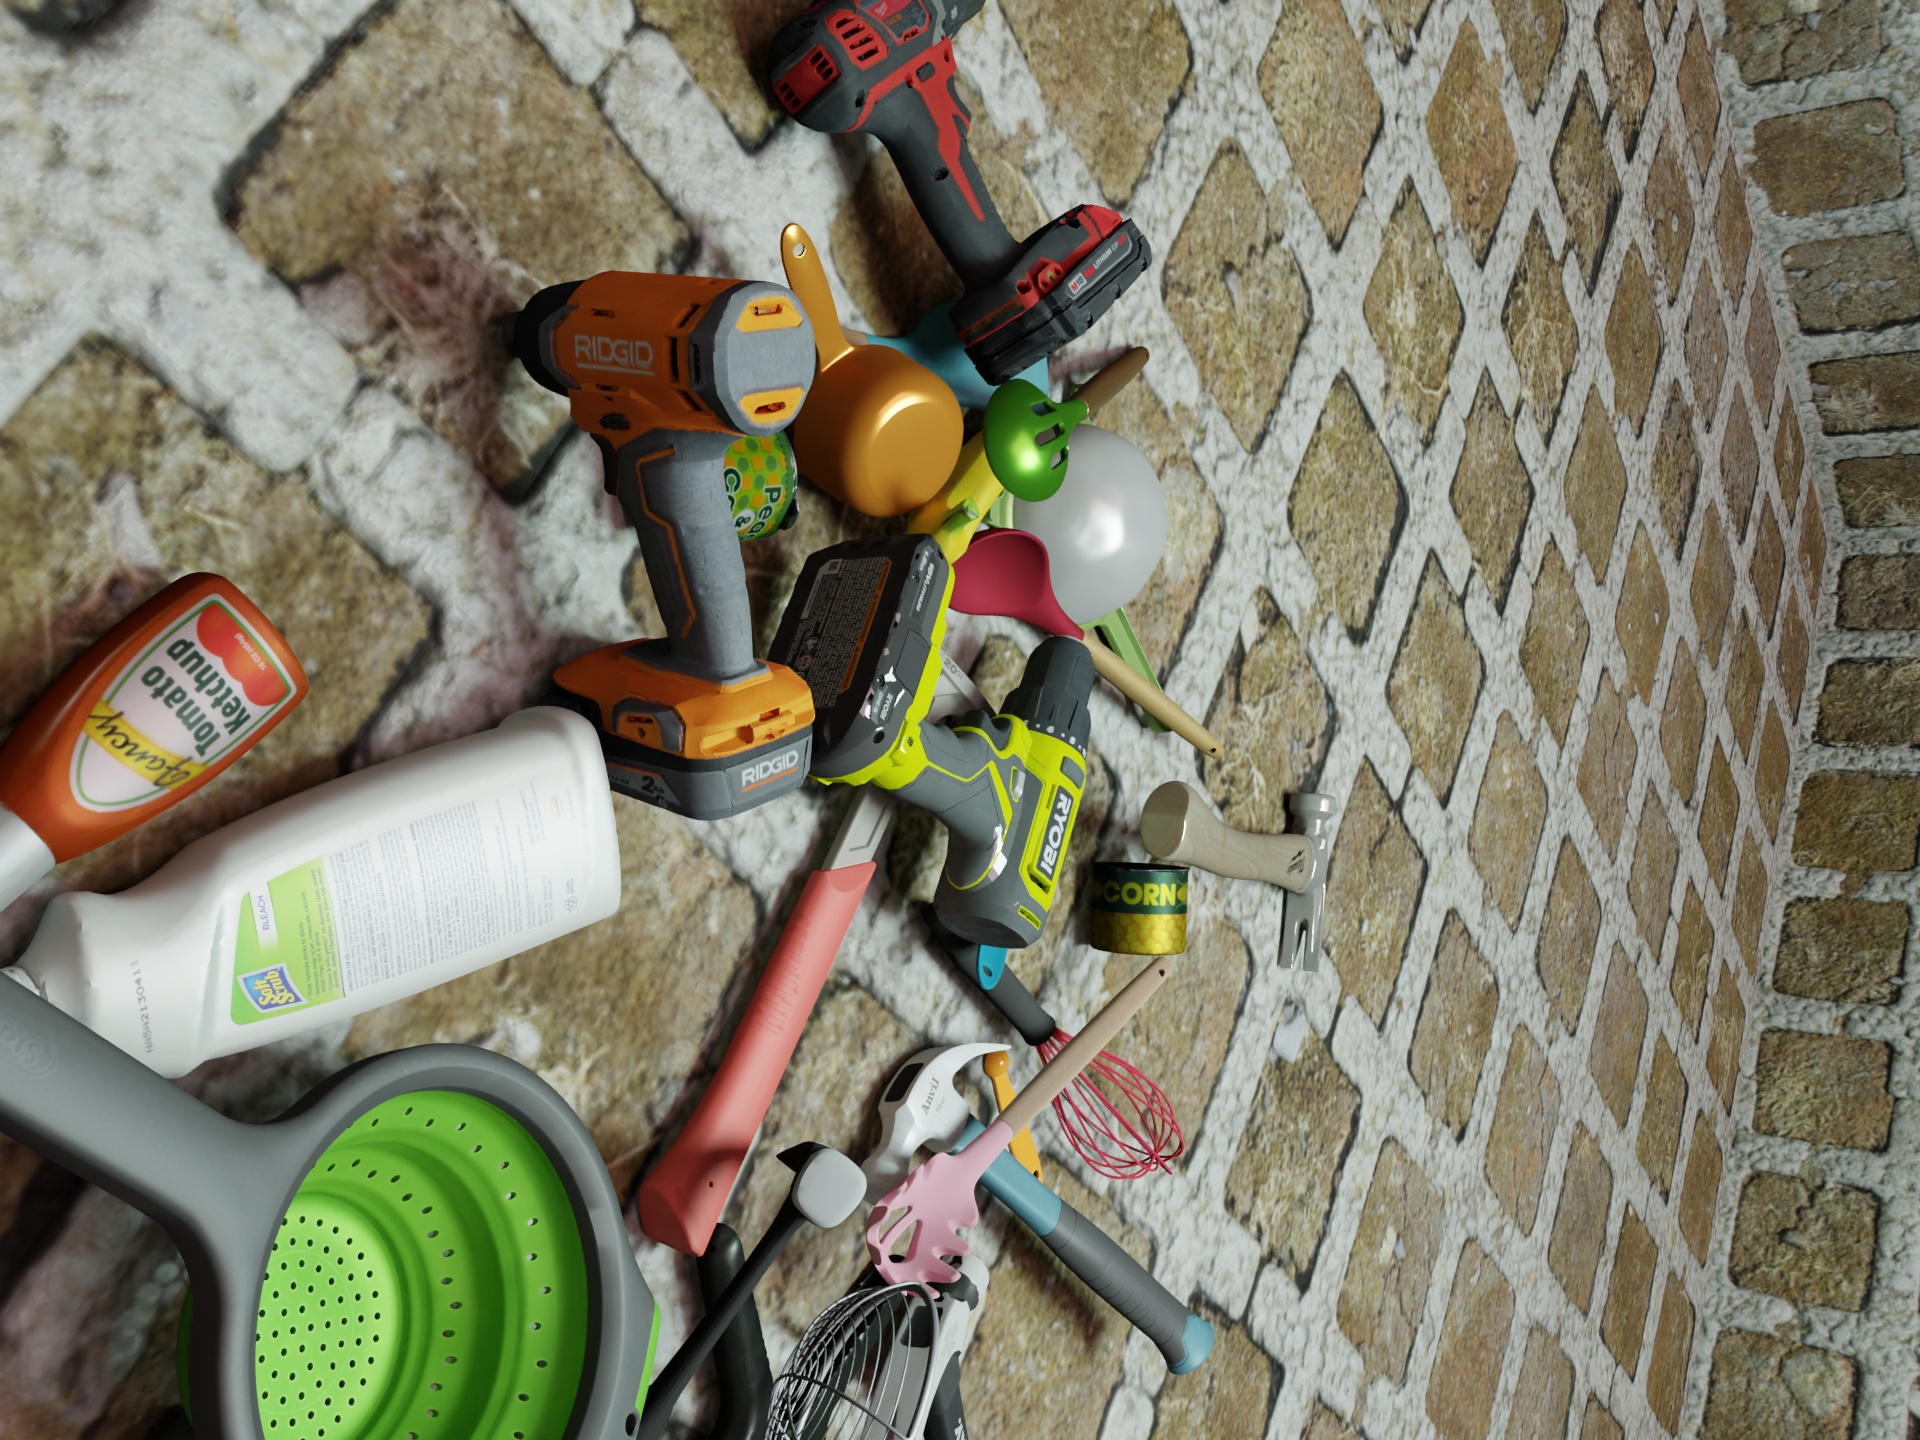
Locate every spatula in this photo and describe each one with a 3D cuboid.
[{"bbox_3d":[-0.066,-0.212,0.870,0.317,0.044,0.082,-8,92,-50],"label":"spatula"}]

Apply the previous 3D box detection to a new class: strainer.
[{"bbox_3d":[0.114,-0.091,1.073,0.151,0.069,0.256,-53,128,-36],"label":"strainer"}]

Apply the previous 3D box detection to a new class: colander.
[{"bbox_3d":[-0.264,0.181,0.562,0.396,0.094,0.205,54,33,-38],"label":"colander"}]

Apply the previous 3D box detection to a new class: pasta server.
[{"bbox_3d":[0.046,0.225,0.941,0.316,0.040,0.060,-35,98,-43],"label":"pasta server"}]

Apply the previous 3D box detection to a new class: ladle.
[{"bbox_3d":[0.092,-0.043,1.050,0.315,0.069,0.031,35,25,-42],"label":"ladle"}]

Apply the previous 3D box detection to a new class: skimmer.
[{"bbox_3d":[-0.041,0.441,0.818,0.127,0.090,0.363,-88,174,-61],"label":"skimmer"}]

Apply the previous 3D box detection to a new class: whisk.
[{"bbox_3d":[0.060,0.211,1.024,0.295,0.073,0.073,52,53,-32],"label":"whisk"}]

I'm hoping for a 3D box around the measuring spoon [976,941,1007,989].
[{"bbox_3d":[0.017,0.123,0.961,0.042,0.021,0.129,46,27,-17],"label":"measuring spoon"}]

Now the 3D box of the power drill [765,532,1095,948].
[{"bbox_3d":[-0.001,-0.003,0.875,0.228,0.080,0.191,44,56,-45],"label":"power drill"}]

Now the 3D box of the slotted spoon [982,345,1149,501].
[{"bbox_3d":[0.079,-0.203,0.999,0.070,0.031,0.314,68,26,-15],"label":"slotted spoon"}]

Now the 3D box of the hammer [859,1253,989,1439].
[{"bbox_3d":[0.005,0.502,0.957,0.146,0.035,0.334,-47,130,-61],"label":"hammer"}]

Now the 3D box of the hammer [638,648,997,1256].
[{"bbox_3d":[-0.073,0.117,0.872,0.149,0.037,0.359,48,54,-40],"label":"hammer"}]

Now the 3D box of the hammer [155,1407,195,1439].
[{"bbox_3d":[-0.398,0.349,0.473,0.409,0.036,0.149,-28,113,-48],"label":"hammer"}]

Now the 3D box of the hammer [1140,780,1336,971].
[{"bbox_3d":[0.207,0.107,1.147,0.410,0.038,0.146,18,76,-64],"label":"hammer"}]

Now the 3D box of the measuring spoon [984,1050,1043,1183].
[{"bbox_3d":[0.038,0.261,1.030,0.021,0.011,0.116,-38,119,-44],"label":"measuring spoon"}]

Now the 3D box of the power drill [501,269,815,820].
[{"bbox_3d":[-0.140,-0.084,0.711,0.084,0.164,0.226,-23,121,-49],"label":"power drill"}]

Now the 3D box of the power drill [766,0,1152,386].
[{"bbox_3d":[0.010,-0.329,0.909,0.226,0.080,0.188,52,49,-16],"label":"power drill"}]

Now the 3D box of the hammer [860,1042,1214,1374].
[{"bbox_3d":[0.062,0.319,0.999,0.330,0.033,0.128,48,46,-28],"label":"hammer"}]

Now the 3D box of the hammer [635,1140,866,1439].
[{"bbox_3d":[-0.159,0.336,0.715,0.034,0.127,0.337,38,71,0],"label":"hammer"}]

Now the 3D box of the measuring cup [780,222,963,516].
[{"bbox_3d":[-0.051,-0.180,0.835,0.095,0.052,0.173,-39,142,-15],"label":"measuring cup"}]
